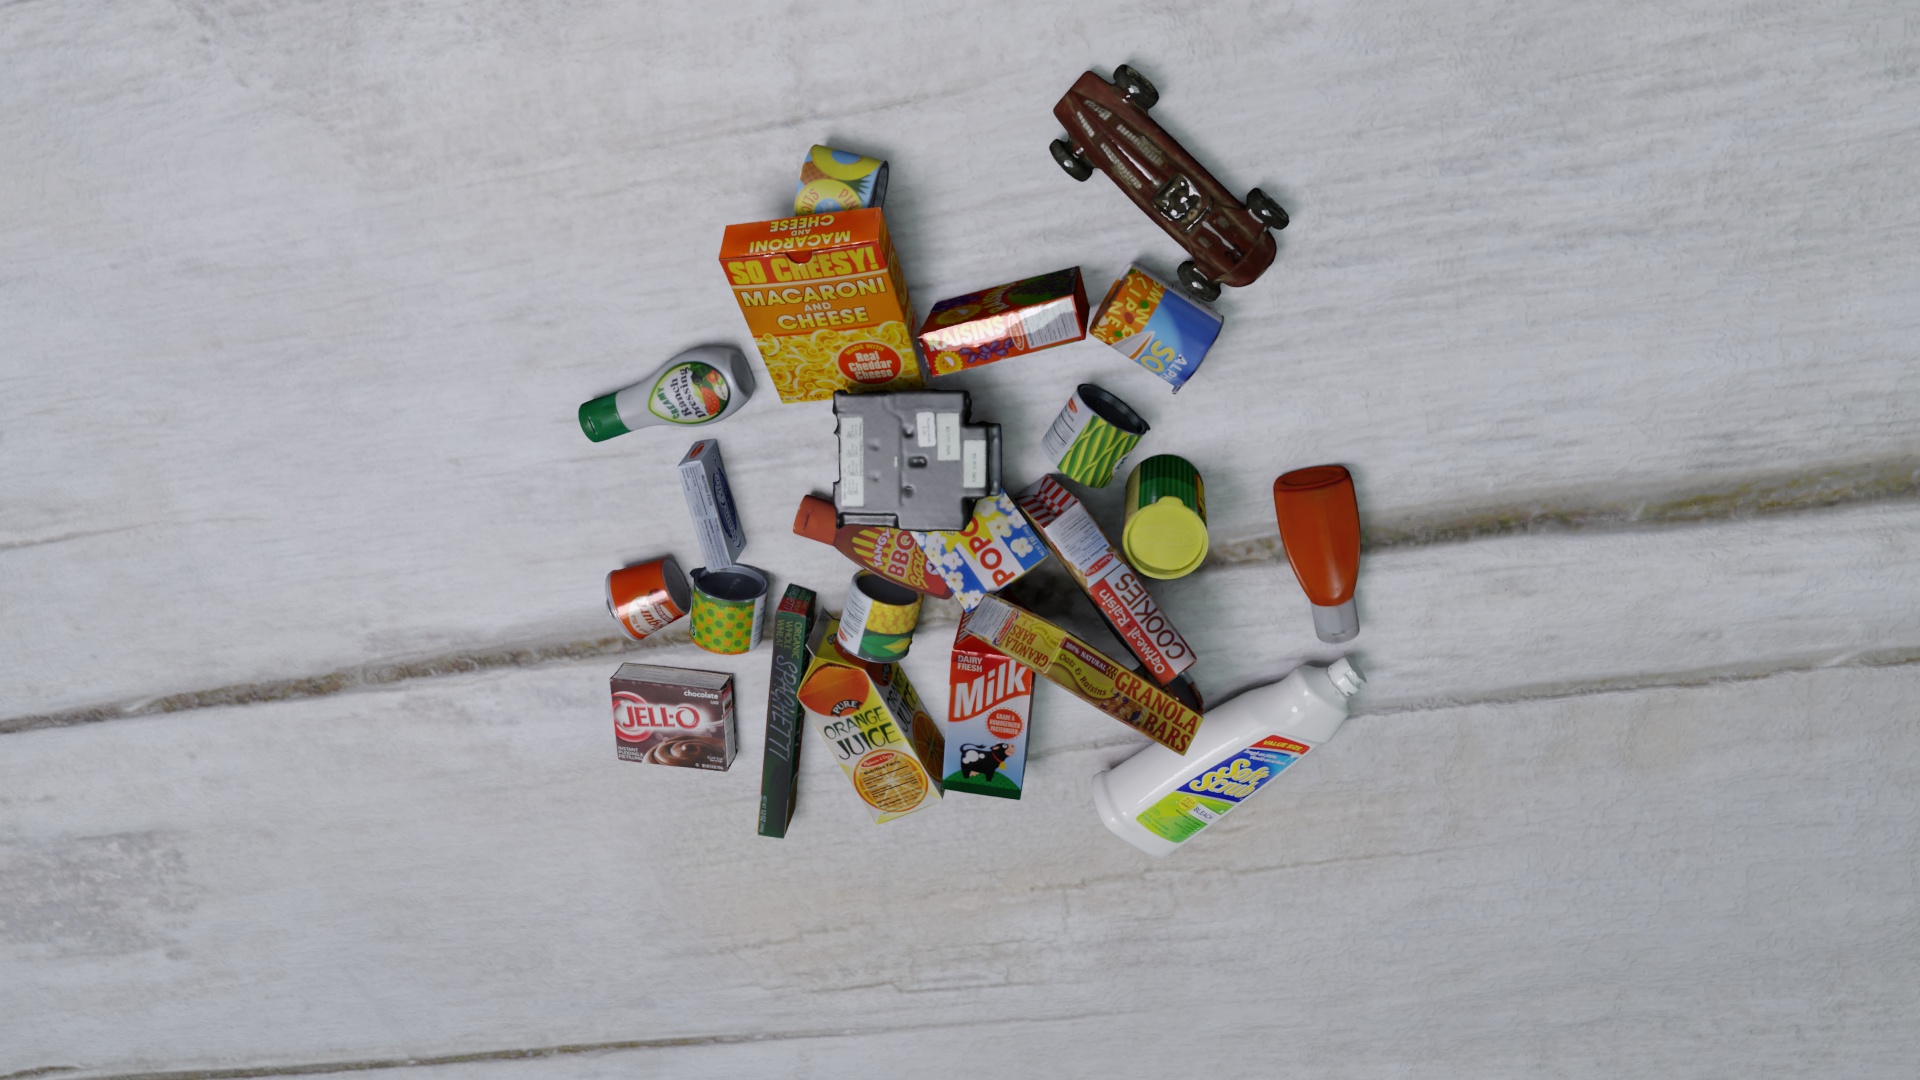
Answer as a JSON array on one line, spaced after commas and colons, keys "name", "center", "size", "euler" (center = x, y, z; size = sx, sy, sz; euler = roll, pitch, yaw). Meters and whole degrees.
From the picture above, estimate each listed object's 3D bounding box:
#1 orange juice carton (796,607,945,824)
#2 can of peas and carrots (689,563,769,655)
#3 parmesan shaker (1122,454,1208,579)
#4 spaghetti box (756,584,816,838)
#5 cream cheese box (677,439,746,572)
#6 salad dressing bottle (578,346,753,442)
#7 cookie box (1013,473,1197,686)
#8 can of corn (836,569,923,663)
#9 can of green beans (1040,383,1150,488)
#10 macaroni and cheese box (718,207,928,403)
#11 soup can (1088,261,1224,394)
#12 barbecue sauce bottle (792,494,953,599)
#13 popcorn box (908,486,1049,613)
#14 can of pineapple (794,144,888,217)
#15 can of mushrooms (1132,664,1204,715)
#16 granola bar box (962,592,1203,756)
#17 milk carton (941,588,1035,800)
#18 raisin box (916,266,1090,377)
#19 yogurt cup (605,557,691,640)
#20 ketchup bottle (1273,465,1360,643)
[{"name": "orange juice carton", "center": [-0.085, 0.154, 1.256], "size": [0.073, 0.072, 0.192], "euler": [-23, 109, 18]}, {"name": "can of peas and carrots", "center": [-0.209, 0.060, 1.234], "size": [0.071, 0.071, 0.058], "euler": [12, 117, 3]}, {"name": "parmesan shaker", "center": [0.166, -0.024, 1.119], "size": [0.071, 0.103, 0.071], "euler": [3, 116, 7]}, {"name": "spaghetti box", "center": [-0.162, 0.161, 1.283], "size": [0.029, 0.050, 0.248], "euler": [9, 115, 2]}, {"name": "cream cheese box", "center": [-0.215, -0.030, 1.201], "size": [0.024, 0.053, 0.103], "euler": [-8, 113, 10]}, {"name": "salad dressing bottle", "center": [-0.249, -0.119, 1.170], "size": [0.147, 0.044, 0.064], "euler": [-16, 110, 15]}, {"name": "cookie box", "center": [0.118, 0.030, 1.138], "size": [0.040, 0.123, 0.167], "euler": [-37, 105, 1]}, {"name": "can of corn", "center": [-0.068, 0.065, 1.217], "size": [0.071, 0.071, 0.058], "euler": [17, 116, 1]}, {"name": "can of green beans", "center": [0.107, -0.084, 1.121], "size": [0.071, 0.071, 0.057], "euler": [31, 116, -6]}, {"name": "macaroni and cheese box", "center": [-0.102, -0.178, 1.081], "size": [0.124, 0.040, 0.165], "euler": [-5, 145, 10]}, {"name": "soup can", "center": [0.150, -0.165, 1.076], "size": [0.084, 0.072, 0.071], "euler": [31, 115, -5]}, {"name": "barbecue sauce bottle", "center": [-0.069, 0.000, 1.198], "size": [0.148, 0.044, 0.064], "euler": [18, 107, 0]}, {"name": "popcorn box", "center": [0.004, -0.014, 1.153], "size": [0.085, 0.038, 0.126], "euler": [-35, 89, 3]}, {"name": "can of pineapple", "center": [-0.092, -0.264, 1.065], "size": [0.058, 0.071, 0.070], "euler": [15, 116, 3]}, {"name": "can of mushrooms", "center": [0.180, 0.134, 1.208], "size": [0.033, 0.071, 0.071], "euler": [-39, 104, 21]}, {"name": "granola bar box", "center": [0.099, 0.106, 1.118], "size": [0.165, 0.124, 0.039], "euler": [33, 85, -32]}, {"name": "milk carton", "center": [0.029, 0.128, 1.227], "size": [0.073, 0.073, 0.189], "euler": [7, 115, 6]}, {"name": "raisin box", "center": [0.035, -0.171, 1.080], "size": [0.123, 0.086, 0.040], "euler": [-13, 114, 14]}, {"name": "yogurt cup", "center": [-0.277, 0.050, 1.242], "size": [0.054, 0.073, 0.072], "euler": [-21, 110, 9]}, {"name": "ketchup bottle", "center": [0.301, 0.014, 1.149], "size": [0.065, 0.044, 0.148], "euler": [-10, 113, 14]}]
